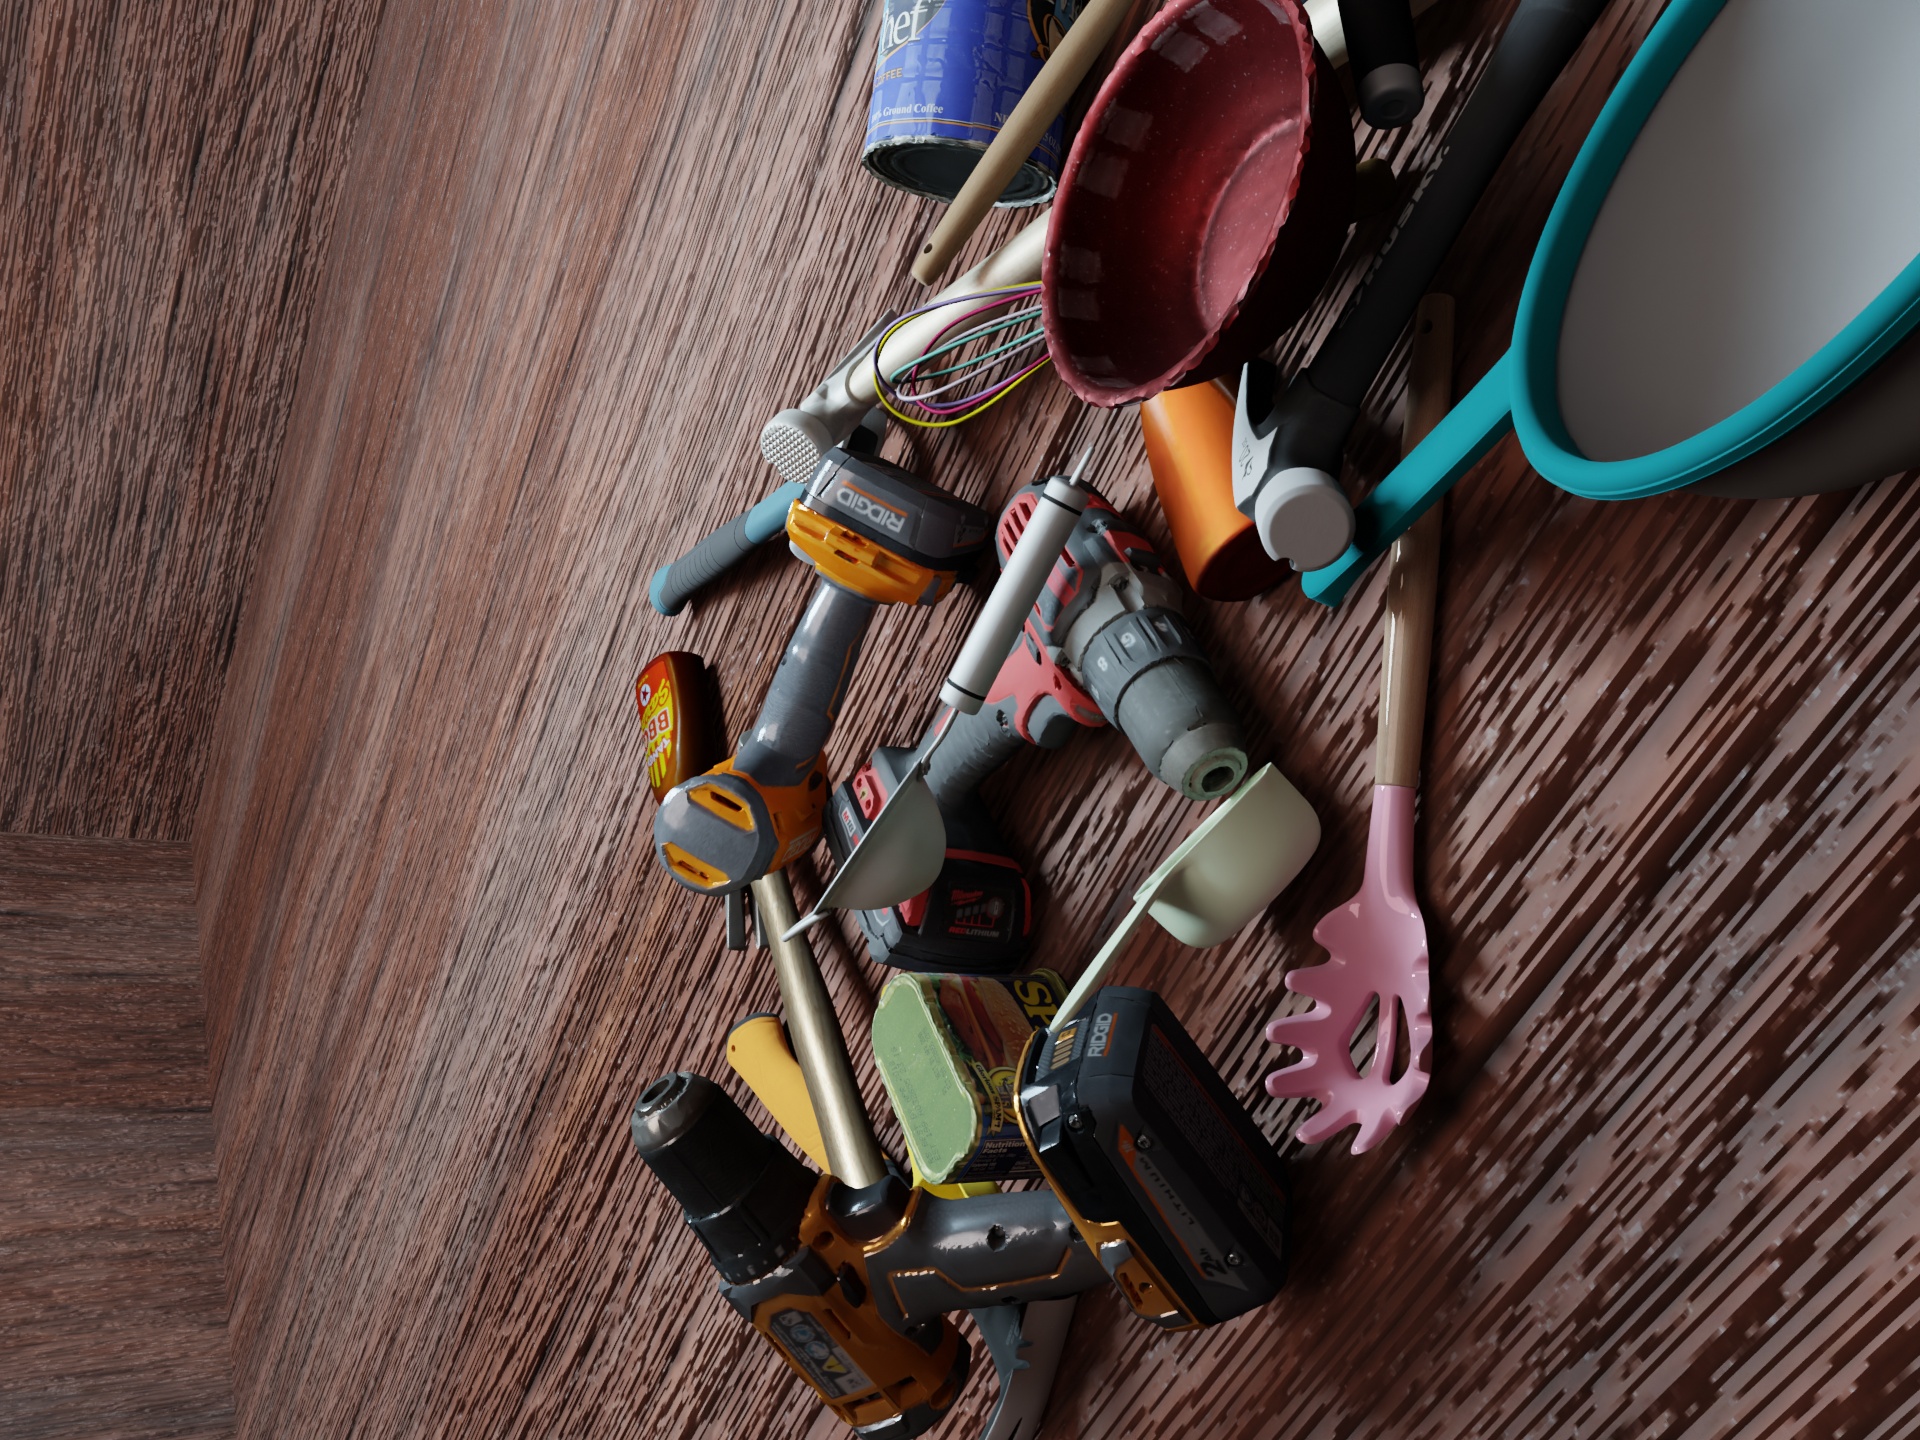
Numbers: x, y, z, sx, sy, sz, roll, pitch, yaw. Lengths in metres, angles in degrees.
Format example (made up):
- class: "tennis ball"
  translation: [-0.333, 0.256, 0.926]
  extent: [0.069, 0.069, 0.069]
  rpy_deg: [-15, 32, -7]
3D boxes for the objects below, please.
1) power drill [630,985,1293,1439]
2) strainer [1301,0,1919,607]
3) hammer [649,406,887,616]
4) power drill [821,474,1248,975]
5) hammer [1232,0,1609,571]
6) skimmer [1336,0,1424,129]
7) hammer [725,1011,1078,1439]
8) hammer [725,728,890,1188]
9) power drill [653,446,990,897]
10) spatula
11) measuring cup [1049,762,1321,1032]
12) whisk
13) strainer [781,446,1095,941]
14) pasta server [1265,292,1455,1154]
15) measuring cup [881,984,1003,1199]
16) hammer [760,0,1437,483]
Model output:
- class: "power drill"
  translation: [-0.008, 0.186, 0.632]
  extent: [0.226, 0.185, 0.084]
  rpy_deg: [-30, 15, 26]
- class: "strainer"
  translation: [0.222, -0.109, 0.459]
  extent: [0.340, 0.095, 0.211]
  rpy_deg: [128, 162, -57]
- class: "hammer"
  translation: [-0.136, -0.122, 1.032]
  extent: [0.331, 0.033, 0.128]
  rpy_deg: [-19, 48, 59]
- class: "power drill"
  translation: [0.034, 0.022, 0.735]
  extent: [0.226, 0.080, 0.188]
  rpy_deg: [-58, 39, 28]
- class: "hammer"
  translation: [0.185, -0.216, 0.531]
  extent: [0.146, 0.035, 0.334]
  rpy_deg: [-82, 18, -62]
- class: "skimmer"
  translation: [0.110, -0.381, 0.605]
  extent: [0.127, 0.090, 0.364]
  rpy_deg: [138, 133, -57]
- class: "hammer"
  translation: [-0.051, 0.252, 0.859]
  extent: [0.337, 0.034, 0.127]
  rpy_deg: [28, 107, 55]
- class: "hammer"
  translation: [-0.089, 0.149, 0.886]
  extent: [0.332, 0.031, 0.130]
  rpy_deg: [-117, 33, -51]
- class: "power drill"
  translation: [-0.070, -0.023, 0.839]
  extent: [0.084, 0.164, 0.226]
  rpy_deg: [28, 100, 8]
- class: "spatula"
  translation: [0.065, -0.343, 0.739]
  extent: [0.317, 0.044, 0.082]
  rpy_deg: [-55, 42, 7]
- class: "measuring cup"
  translation: [0.084, 0.075, 0.588]
  extent: [0.038, 0.167, 0.083]
  rpy_deg: [44, 132, 5]
- class: "whisk"
  translation: [0.068, -0.181, 0.684]
  extent: [0.245, 0.051, 0.047]
  rpy_deg: [-16, 79, 28]
- class: "strainer"
  translation: [-0.001, -0.002, 0.695]
  extent: [0.258, 0.050, 0.087]
  rpy_deg: [-63, -3, 10]
- class: "pasta server"
  translation: [0.159, -0.003, 0.584]
  extent: [0.060, 0.040, 0.316]
  rpy_deg: [3, 85, 42]
- class: "measuring cup"
  translation: [-0.010, 0.195, 0.757]
  extent: [0.062, 0.029, 0.157]
  rpy_deg: [-52, 41, 38]
- class: "hammer"
  translation: [0.062, -0.242, 0.745]
  extent: [0.410, 0.038, 0.146]
  rpy_deg: [-26, 22, 44]
